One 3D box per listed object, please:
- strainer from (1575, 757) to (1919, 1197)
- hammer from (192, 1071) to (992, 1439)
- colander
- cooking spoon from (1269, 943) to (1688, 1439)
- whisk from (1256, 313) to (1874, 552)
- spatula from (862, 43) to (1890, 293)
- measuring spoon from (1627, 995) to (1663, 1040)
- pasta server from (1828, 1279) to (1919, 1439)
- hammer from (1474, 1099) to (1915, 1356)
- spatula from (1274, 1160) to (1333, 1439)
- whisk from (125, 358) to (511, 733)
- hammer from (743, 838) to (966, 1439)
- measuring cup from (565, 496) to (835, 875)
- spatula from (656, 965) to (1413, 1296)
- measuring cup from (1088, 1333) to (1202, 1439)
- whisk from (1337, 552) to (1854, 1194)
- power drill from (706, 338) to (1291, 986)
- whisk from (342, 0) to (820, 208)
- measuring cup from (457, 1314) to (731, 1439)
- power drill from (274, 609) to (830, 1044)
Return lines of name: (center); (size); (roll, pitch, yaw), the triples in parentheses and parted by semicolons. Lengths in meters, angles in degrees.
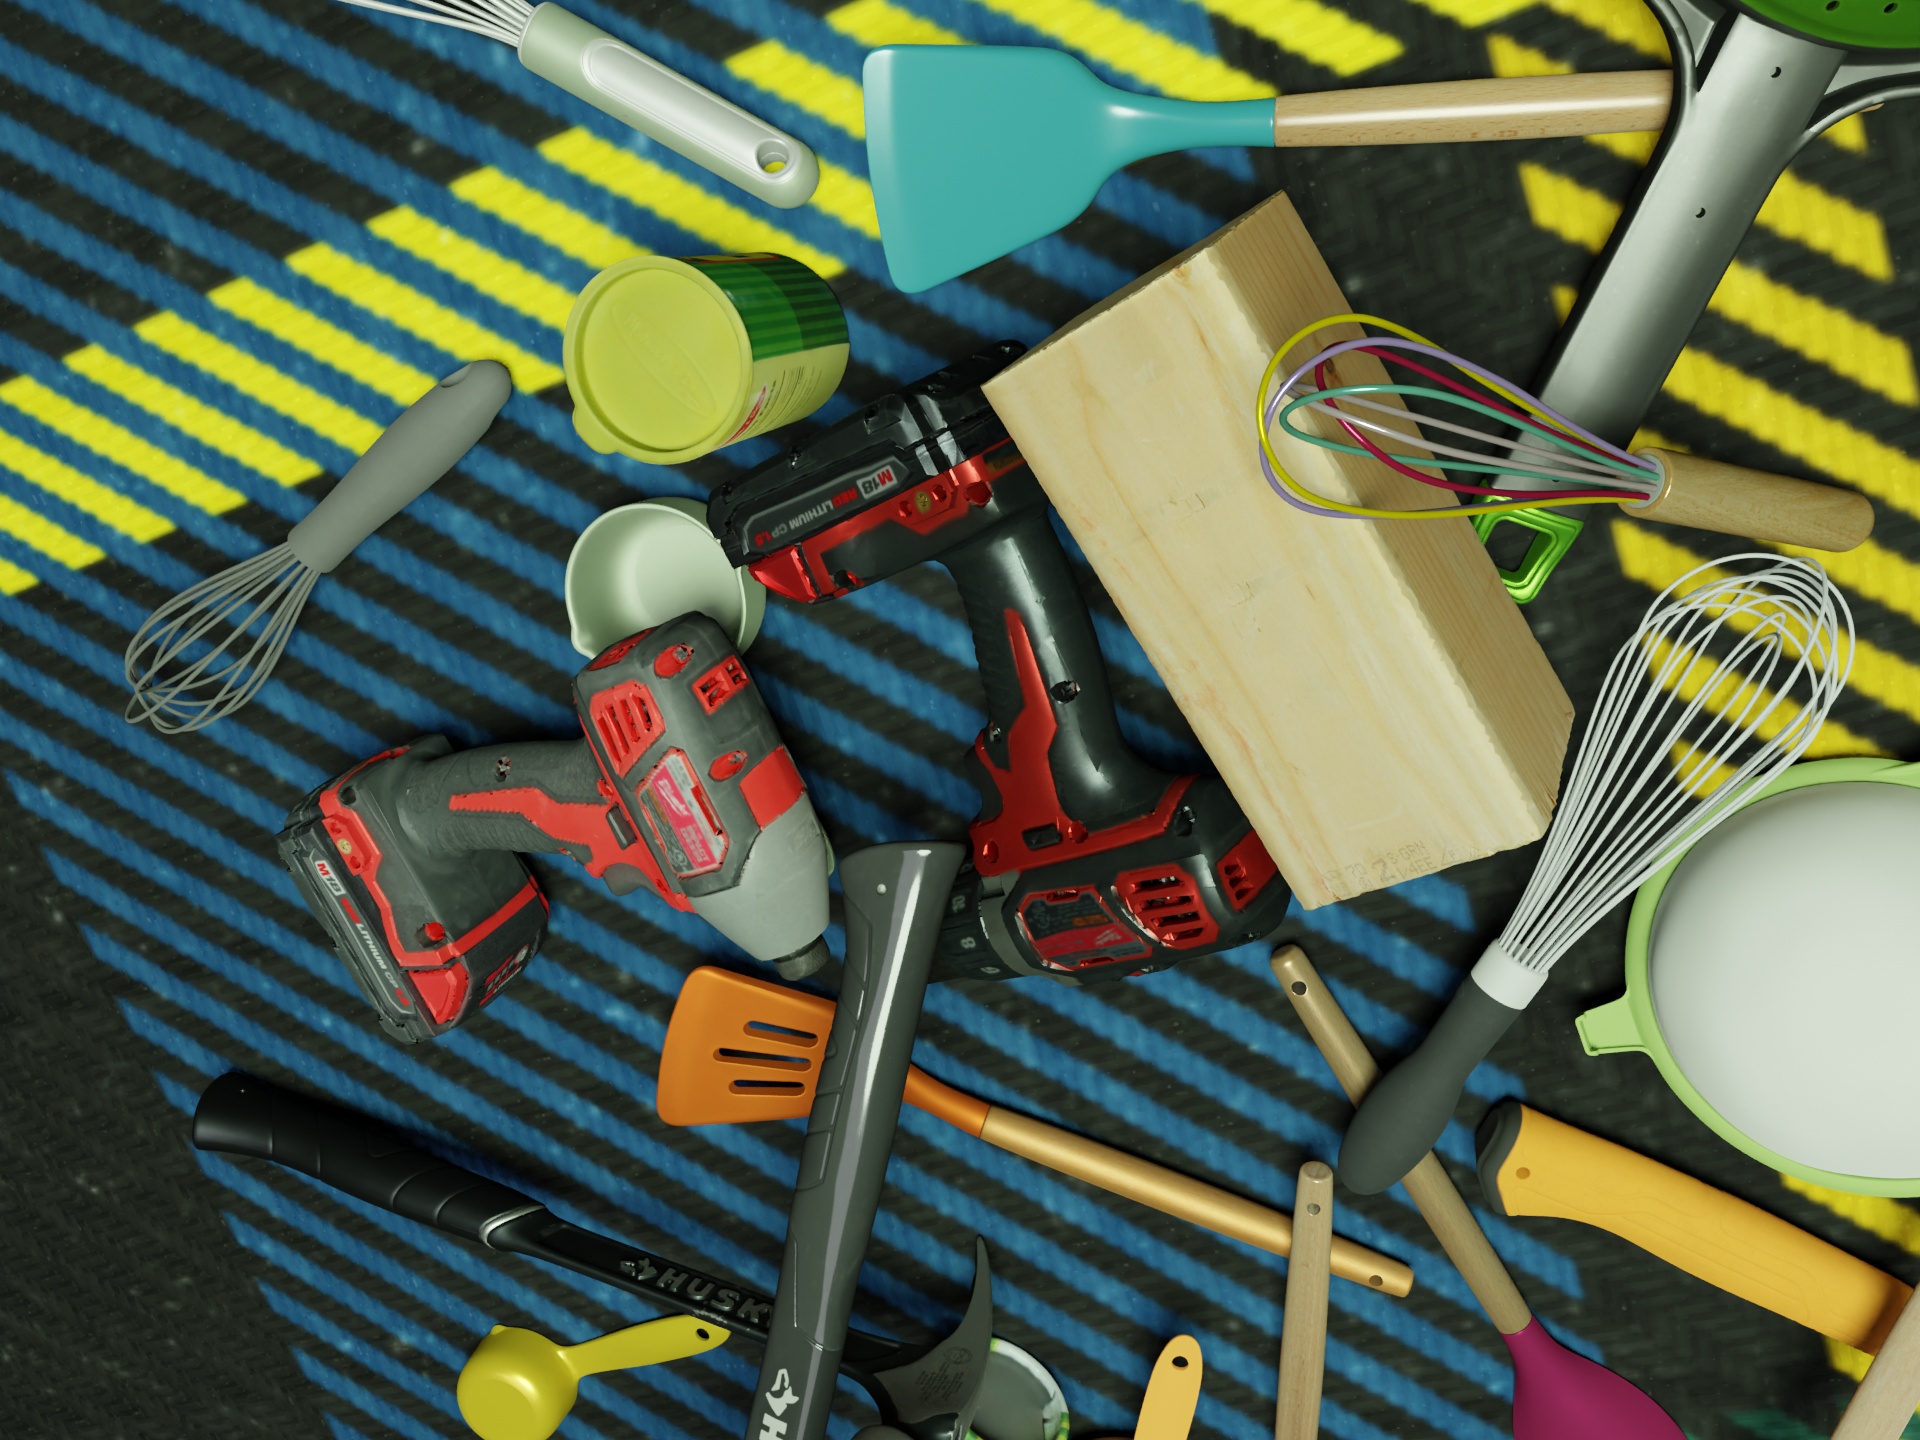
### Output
strainer: (0.313, 0.040, 0.511); (0.152, 0.069, 0.256); (27, 105, 28)
hammer: (-0.177, 0.227, 0.706); (0.409, 0.149, 0.036); (13, 110, 20)
colander: (0.241, -0.191, 0.434); (0.204, 0.095, 0.396); (18, 120, -3)
cooking spoon: (0.211, 0.223, 0.642); (0.069, 0.017, 0.319); (-30, 98, 21)
whisk: (0.189, -0.078, 0.473); (0.051, 0.244, 0.047); (-36, 54, 57)
spatula: (0.128, -0.192, 0.517); (0.317, 0.044, 0.082); (1, 123, 13)
measuring spoon: (0.302, 0.139, 0.591); (0.124, 0.018, 0.034); (36, 112, 1)
pasta server: (0.345, 0.197, 0.560); (0.060, 0.040, 0.316); (22, 103, 10)
hammer: (0.358, 0.222, 0.595); (0.337, 0.034, 0.127); (24, 113, 7)
spatula: (0.141, 0.320, 0.682); (0.060, 0.018, 0.315); (5, 114, 14)
whisk: (-0.271, -0.071, 0.663); (0.239, 0.055, 0.055); (-37, 95, 19)
hammer: (-0.046, 0.203, 0.562); (0.146, 0.035, 0.335); (14, 93, 28)
measuring cup: (-0.092, -0.013, 0.638); (0.083, 0.038, 0.167); (-26, 101, 21)
spatula: (0.031, 0.182, 0.666); (0.322, 0.041, 0.081); (19, 111, 7)
measuring cup: (0.079, 0.324, 0.692); (0.095, 0.052, 0.173); (13, 108, 5)
whisk: (0.213, 0.065, 0.565); (0.070, 0.070, 0.284); (30, 113, 4)
power drill: (-0.001, -0.002, 0.585); (0.188, 0.080, 0.226); (-19, 103, 42)
whisk: (-0.160, -0.253, 0.575); (0.246, 0.059, 0.058); (29, 85, 0)
measuring cup: (-0.179, 0.316, 0.770); (0.156, 0.029, 0.062); (-22, 101, 22)
power drill: (-0.153, 0.053, 0.630); (0.219, 0.078, 0.143); (-18, 106, 30)
